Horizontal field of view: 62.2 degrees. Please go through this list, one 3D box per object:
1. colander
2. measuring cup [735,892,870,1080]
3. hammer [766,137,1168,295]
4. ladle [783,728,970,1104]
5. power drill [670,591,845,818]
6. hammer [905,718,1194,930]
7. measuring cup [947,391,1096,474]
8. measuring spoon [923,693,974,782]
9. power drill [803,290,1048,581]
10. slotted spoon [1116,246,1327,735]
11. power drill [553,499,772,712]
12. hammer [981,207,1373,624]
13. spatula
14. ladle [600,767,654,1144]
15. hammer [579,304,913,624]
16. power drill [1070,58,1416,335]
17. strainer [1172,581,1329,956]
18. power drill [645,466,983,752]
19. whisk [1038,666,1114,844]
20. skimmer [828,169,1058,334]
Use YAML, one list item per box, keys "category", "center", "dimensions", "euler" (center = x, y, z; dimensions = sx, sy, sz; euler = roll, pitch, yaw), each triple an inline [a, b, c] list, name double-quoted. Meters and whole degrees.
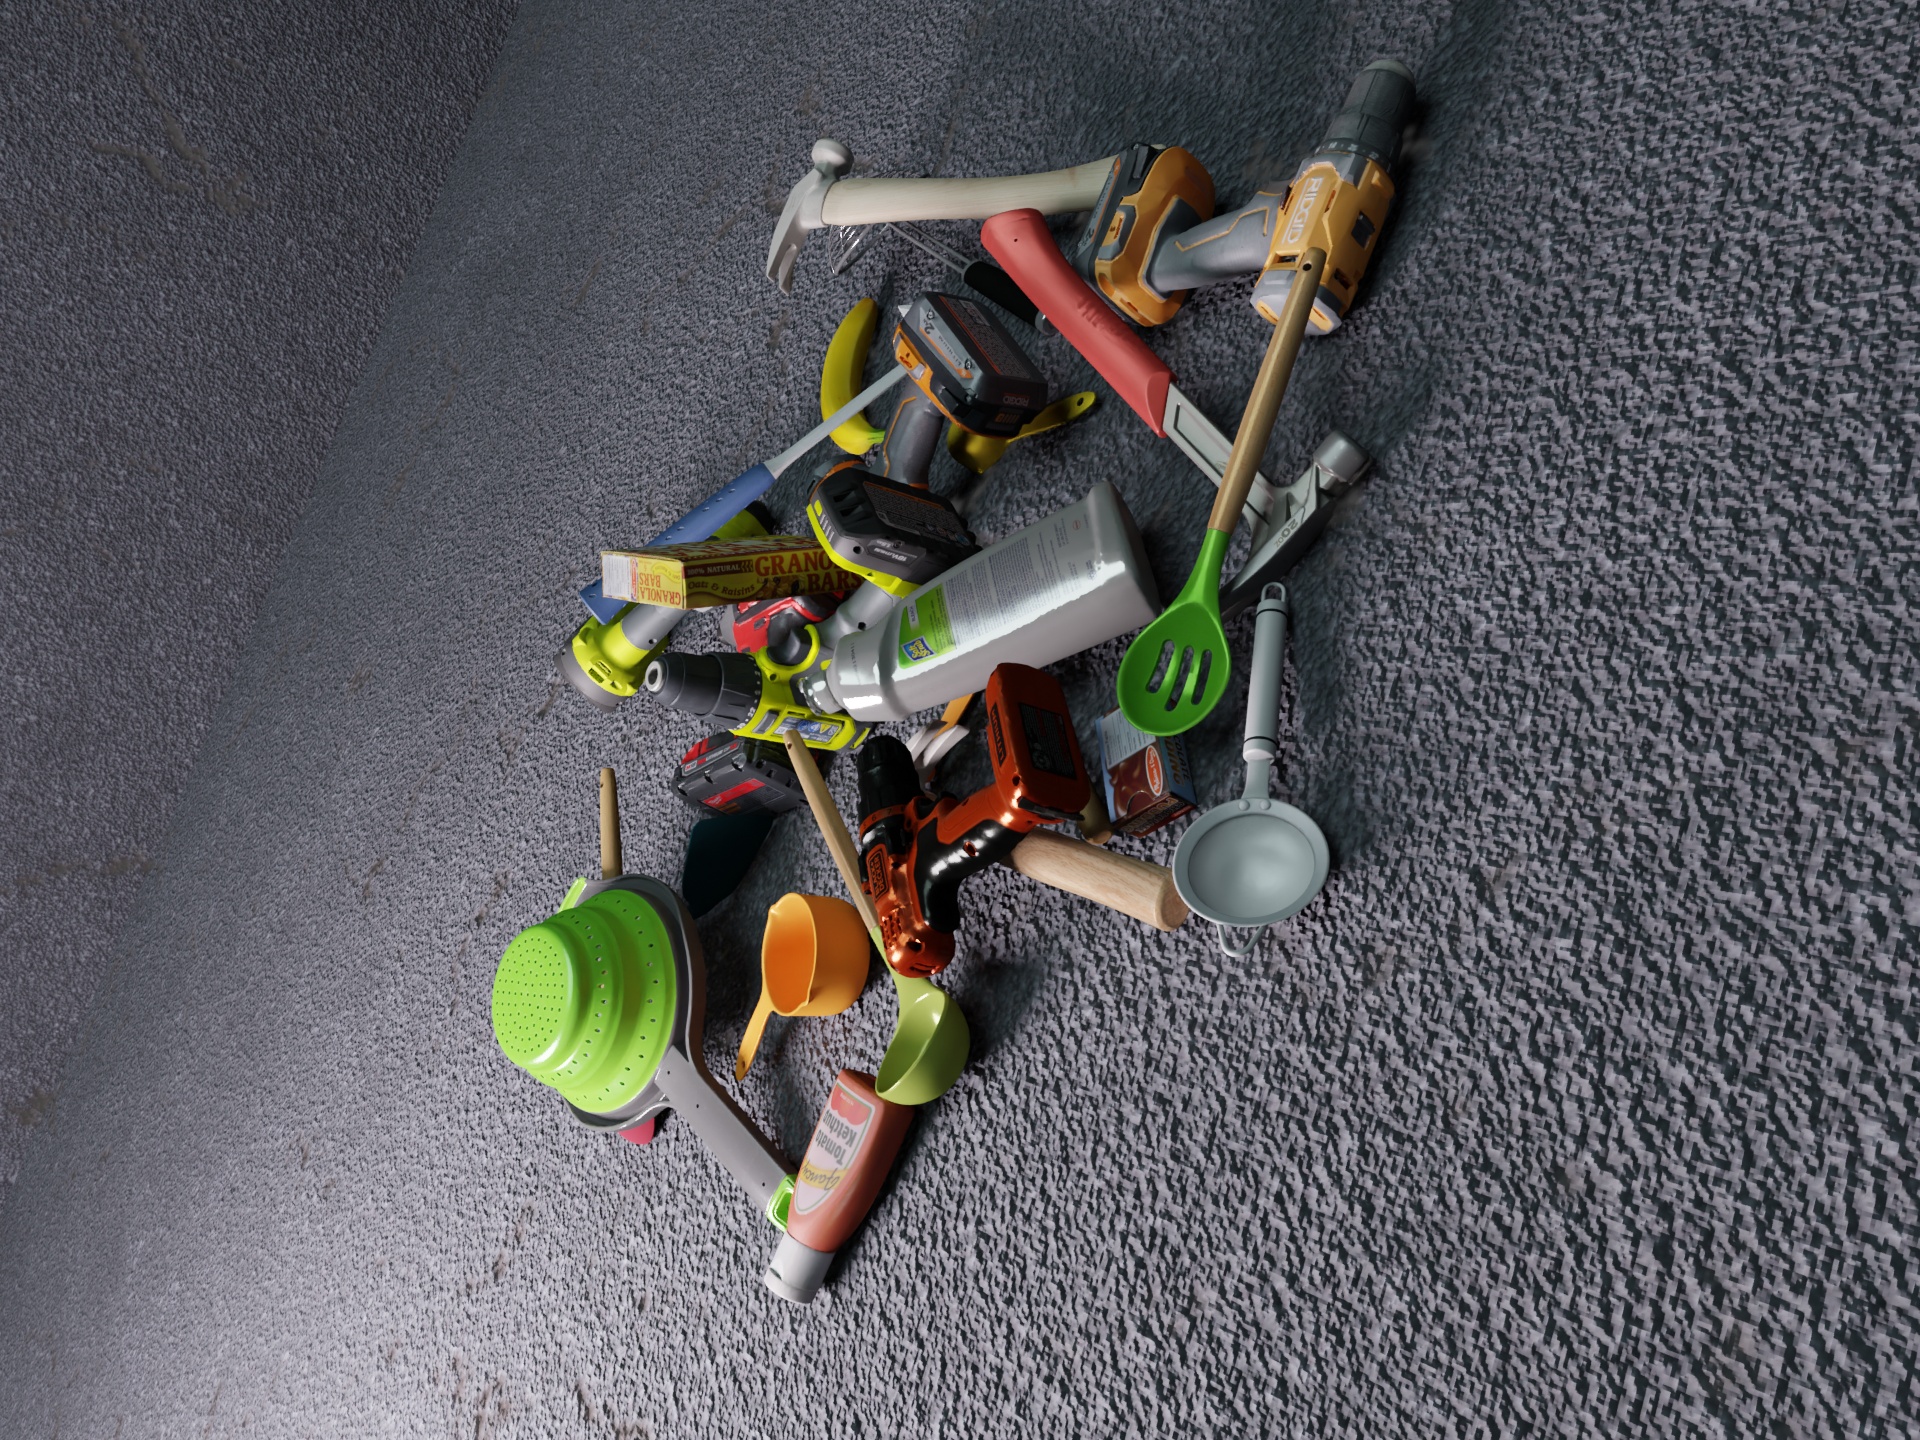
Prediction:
- category: "colander"
  center: [-0.249, 0.253, 1.192]
  dimensions: [0.397, 0.094, 0.204]
  euler: [35, 103, 41]
- category: "measuring cup"
  center: [-0.118, 0.203, 1.170]
  dimensions: [0.173, 0.052, 0.095]
  euler: [-65, 35, 29]
- category: "hammer"
  center: [0.003, -0.429, 1.331]
  dimensions: [0.411, 0.038, 0.146]
  euler: [12, 76, 39]
- category: "ladle"
  center: [-0.075, 0.123, 1.105]
  dimensions: [0.078, 0.062, 0.320]
  euler: [-49, 50, 27]
- category: "power drill"
  center: [-0.171, -0.029, 1.350]
  dimensions: [0.143, 0.078, 0.220]
  euler: [-23, 49, 40]
- category: "hammer"
  center: [0.035, 0.078, 1.035]
  dimensions: [0.331, 0.031, 0.130]
  euler: [13, 89, 56]
- category: "measuring cup"
  center: [0.044, -0.237, 1.245]
  dimensions: [0.156, 0.029, 0.062]
  euler: [-10, 61, 51]
- category: "measuring spoon"
  center: [-0.002, -0.004, 1.182]
  dimensions: [0.021, 0.011, 0.117]
  euler: [25, 85, 54]
- category: "power drill"
  center: [-0.028, -0.197, 1.240]
  dimensions: [0.226, 0.084, 0.164]
  euler: [-54, 54, 34]
- category: "slotted spoon"
  center: [0.169, -0.139, 0.971]
  dimensions: [0.070, 0.031, 0.314]
  euler: [19, 90, 30]
- category: "power drill"
  center: [-0.270, -0.117, 1.499]
  dimensions: [0.223, 0.080, 0.171]
  euler: [-36, 16, 29]
- category: "hammer"
  center: [0.112, -0.226, 1.069]
  dimensions: [0.149, 0.036, 0.359]
  euler: [-48, 57, 19]
- category: "spatula"
  center: [-0.268, 0.181, 1.363]
  dimensions: [0.317, 0.082, 0.044]
  euler: [-41, 64, 34]
- category: "ladle"
  center: [-0.285, 0.191, 1.321]
  dimensions: [0.069, 0.031, 0.316]
  euler: [-26, 65, 48]
- category: "hammer"
  center: [-0.156, -0.222, 1.365]
  dimensions: [0.405, 0.035, 0.144]
  euler: [-38, 36, -2]
- category: "power drill"
  center: [0.198, -0.358, 1.093]
  dimensions: [0.226, 0.084, 0.185]
  euler: [16, 81, 49]
- category: "strainer"
  center: [0.175, 0.026, 0.921]
  dimensions: [0.087, 0.050, 0.259]
  euler: [0, 59, 20]
- category: "power drill"
  center: [-0.107, -0.072, 1.175]
  dimensions: [0.228, 0.190, 0.080]
  euler: [-50, 49, 29]
- category: "whisk"
  center: [0.049, -0.006, 1.093]
  dimensions: [0.051, 0.047, 0.245]
  euler: [-46, 43, 21]
- category: "skimmer"
  center: [-0.007, -0.400, 1.408]
  dimensions: [0.127, 0.090, 0.364]
  euler: [-46, 48, 1]
